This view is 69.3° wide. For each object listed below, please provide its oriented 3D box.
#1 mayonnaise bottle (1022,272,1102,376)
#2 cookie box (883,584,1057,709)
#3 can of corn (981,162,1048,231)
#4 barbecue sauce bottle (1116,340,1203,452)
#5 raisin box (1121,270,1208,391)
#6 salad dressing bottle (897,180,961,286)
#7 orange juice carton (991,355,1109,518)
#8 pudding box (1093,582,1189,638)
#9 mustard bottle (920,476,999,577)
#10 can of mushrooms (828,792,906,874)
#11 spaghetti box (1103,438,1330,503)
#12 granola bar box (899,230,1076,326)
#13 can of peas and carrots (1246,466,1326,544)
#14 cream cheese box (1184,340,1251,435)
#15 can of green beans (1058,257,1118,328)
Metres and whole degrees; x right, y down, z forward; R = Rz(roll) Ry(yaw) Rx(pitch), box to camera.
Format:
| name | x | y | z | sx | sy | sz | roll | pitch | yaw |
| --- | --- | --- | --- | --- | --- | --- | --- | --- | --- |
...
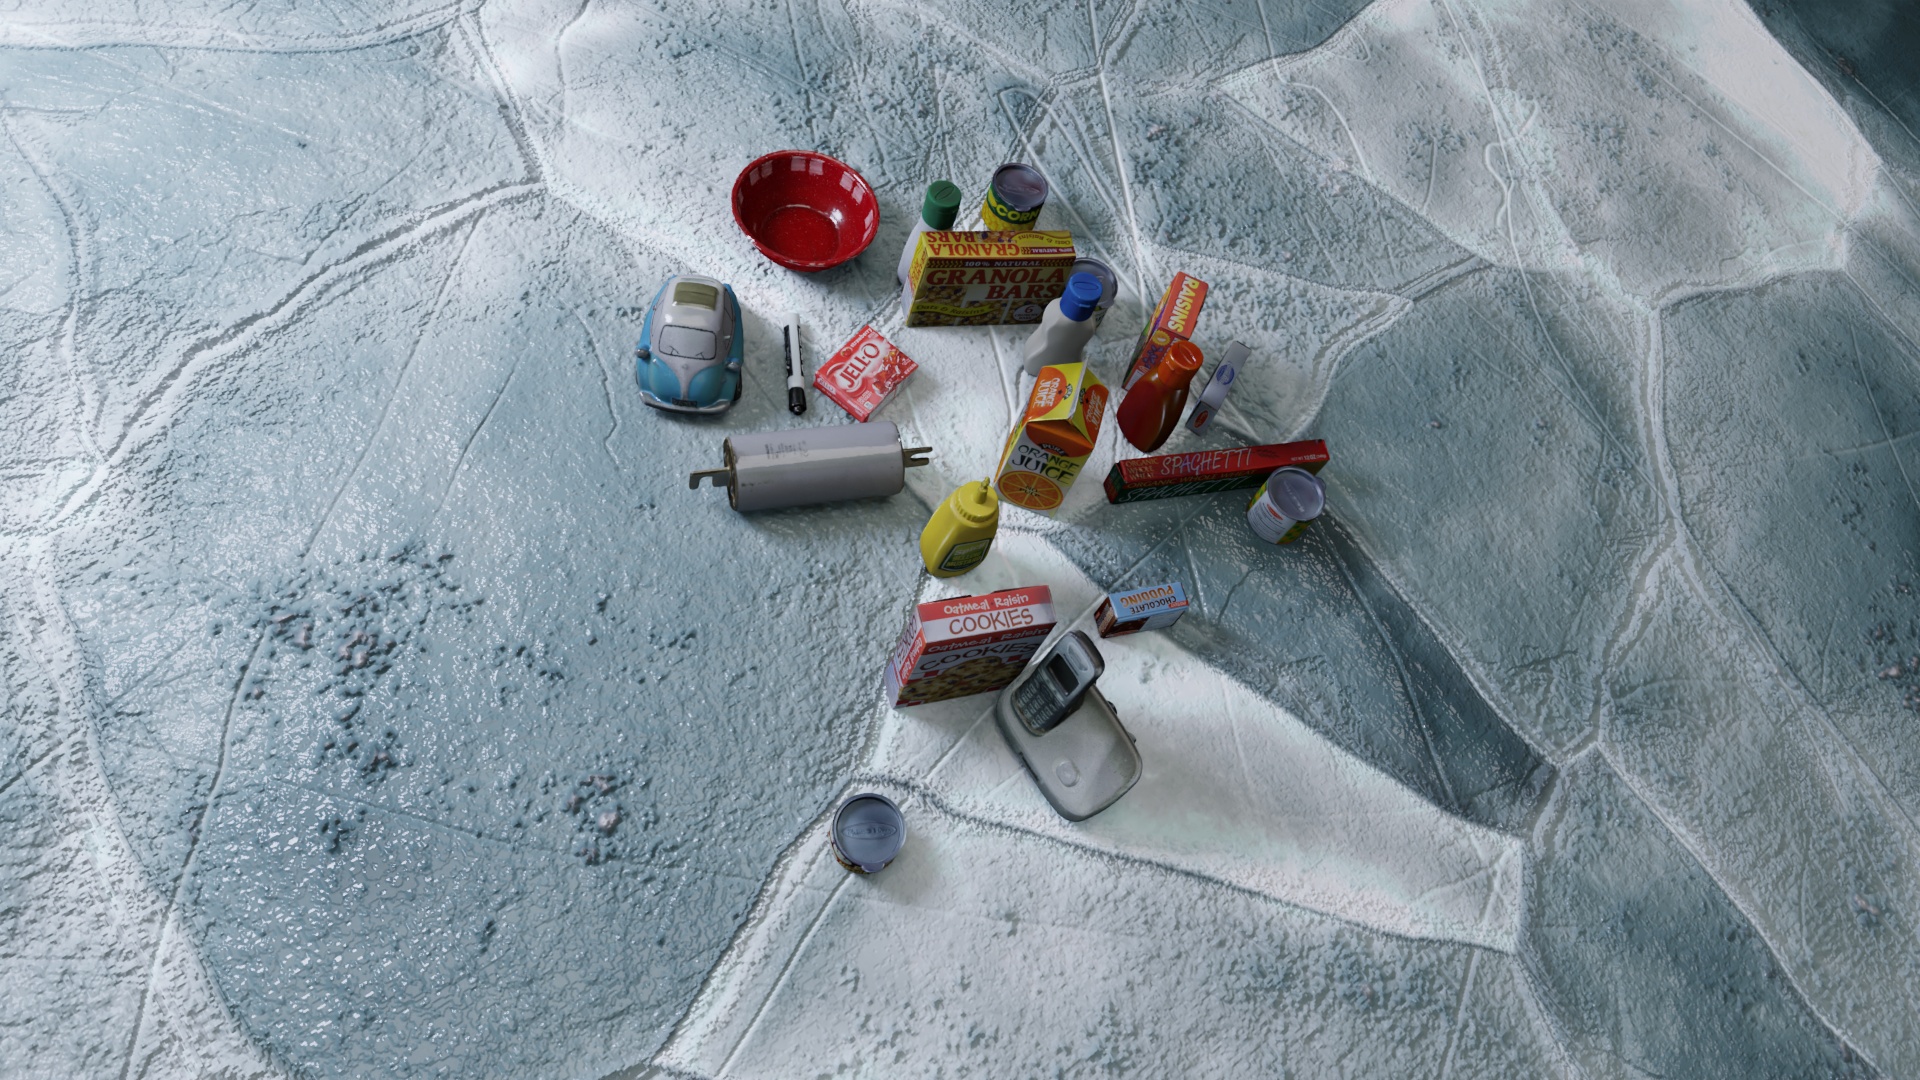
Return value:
| name | x | y | z | sx | sy | sz | roll | pitch | yaw |
| --- | --- | --- | --- | --- | --- | --- | --- | --- | --- |
| mayonnaise bottle | 0.113 | -0.226 | 1.476 | 0.065 | 0.147 | 0.041 | 4 | 62 | -12 |
| cookie box | 0.006 | 0.098 | 1.267 | 0.123 | 0.166 | 0.040 | -8 | 66 | -18 |
| can of corn | 0.062 | -0.389 | 1.600 | 0.071 | 0.058 | 0.071 | 6 | 62 | -11 |
| barbecue sauce bottle | 0.212 | -0.154 | 1.463 | 0.044 | 0.147 | 0.065 | -25 | 72 | -24 |
| raisin box | 0.223 | -0.222 | 1.516 | 0.040 | 0.122 | 0.086 | 24 | 60 | -1 |
| salad dressing bottle | -0.031 | -0.325 | 1.491 | 0.044 | 0.147 | 0.064 | 44 | 62 | 10 |
| orange juice carton | 0.092 | -0.105 | 1.381 | 0.073 | 0.191 | 0.072 | 20 | 60 | -4 |
| pudding box | 0.182 | 0.070 | 1.394 | 0.084 | 0.049 | 0.030 | -9 | 66 | -19 |
| mustard bottle | 0.005 | -0.017 | 1.331 | 0.065 | 0.159 | 0.049 | -12 | 67 | -20 |
| can of mushrooms | -0.083 | 0.263 | 1.234 | 0.071 | 0.033 | 0.071 | 6 | 62 | -11 |
| spaghetti box | 0.276 | -0.075 | 1.494 | 0.251 | 0.050 | 0.029 | -7 | 65 | -18 |
| granola bar box | 0.028 | -0.281 | 1.497 | 0.166 | 0.123 | 0.039 | -4 | 64 | -16 |
| can of peas and carrots | 0.350 | -0.038 | 1.489 | 0.071 | 0.058 | 0.071 | 6 | 62 | -11 |
| cream cheese box | 0.286 | -0.170 | 1.545 | 0.024 | 0.053 | 0.104 | 31 | 60 | 3 |
| can of green beans | 0.137 | -0.274 | 1.559 | 0.071 | 0.057 | 0.071 | 6 | 62 | -11 |
